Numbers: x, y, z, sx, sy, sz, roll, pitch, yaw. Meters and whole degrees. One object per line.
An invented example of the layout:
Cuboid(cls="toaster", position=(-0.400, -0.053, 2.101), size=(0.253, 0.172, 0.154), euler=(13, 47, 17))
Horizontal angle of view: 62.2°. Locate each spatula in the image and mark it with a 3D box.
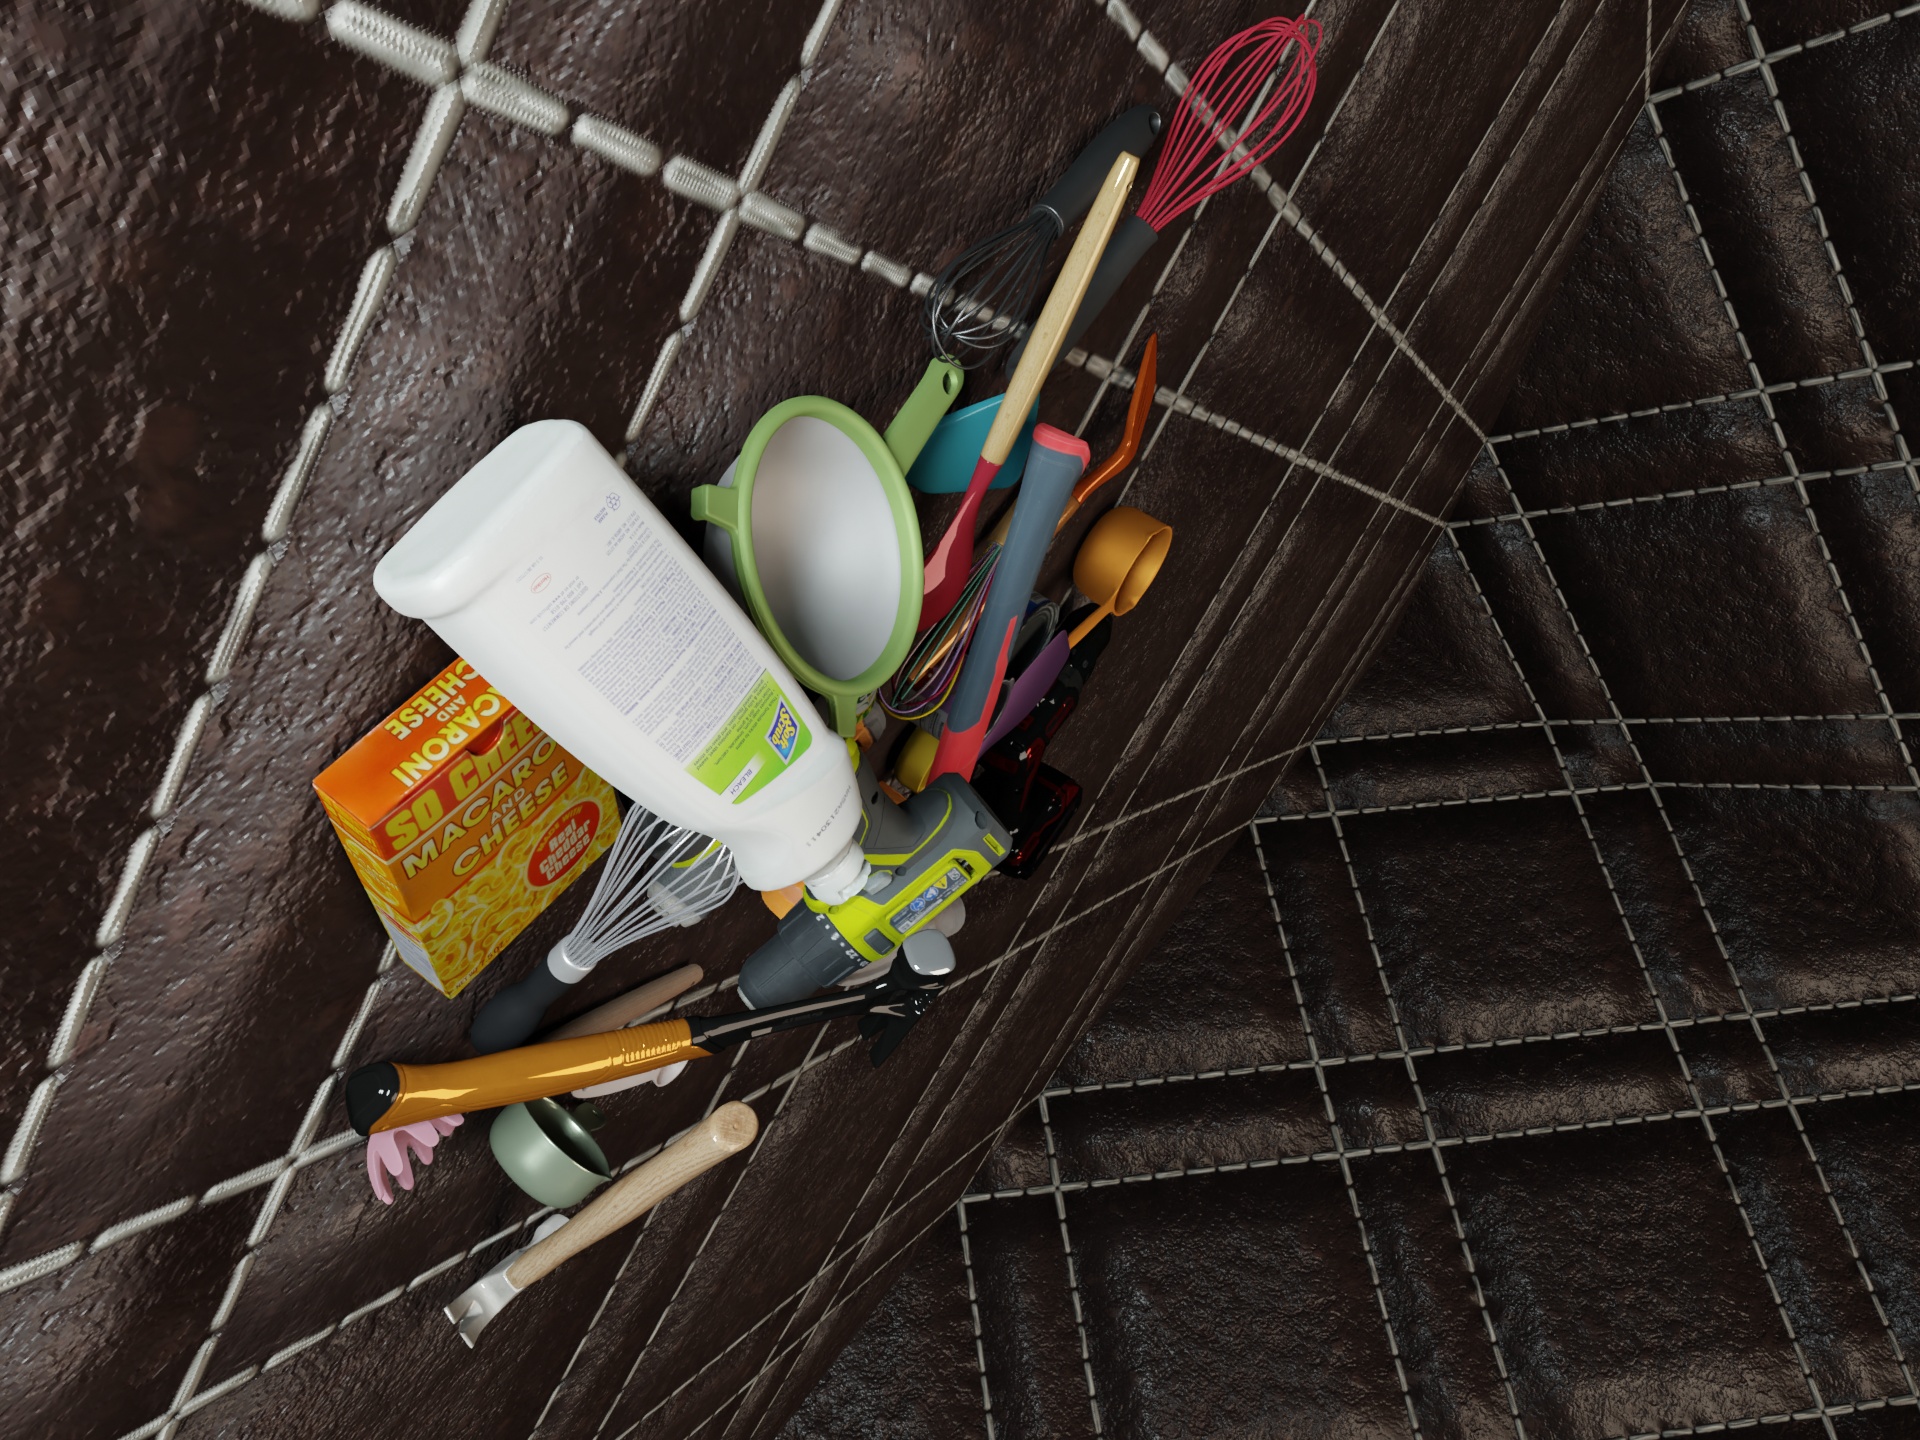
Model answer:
Cuboid(cls="spatula", position=(-0.013, 0.052, 1.237), size=(0.316, 0.018, 0.059), euler=(-48, 154, -16))
Cuboid(cls="spatula", position=(0.061, -0.152, 1.185), size=(0.322, 0.041, 0.081), euler=(-48, 162, -12))
Cuboid(cls="spatula", position=(-0.069, -0.098, 0.898), size=(0.317, 0.044, 0.082), euler=(-43, 160, -33))

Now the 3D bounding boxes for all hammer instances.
Cuboid(cls="hammer", position=(-0.231, 0.320, 1.022), size=(0.331, 0.031, 0.130), euler=(-40, 177, 38))
Cuboid(cls="hammer", position=(-0.169, 0.185, 0.897), size=(0.336, 0.034, 0.127), euler=(-6, 146, -31))
Cuboid(cls="hammer", position=(-0.002, -0.003, 1.025), size=(0.143, 0.038, 0.386), euler=(-18, 132, -53))

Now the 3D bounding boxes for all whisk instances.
Cuboid(cls="whisk", position=(-0.184, 0.109, 0.822), size=(0.284, 0.070, 0.070), euler=(-42, 174, 36))
Cuboid(cls="whisk", position=(0.127, -0.324, 0.996), size=(0.296, 0.073, 0.073), euler=(-51, 162, 0))
Cuboid(cls="whisk", position=(0.018, -0.102, 1.126), size=(0.245, 0.047, 0.051), euler=(-56, 162, -13))
Cuboid(cls="whisk", position=(0.051, -0.279, 0.895), size=(0.239, 0.055, 0.055), euler=(-52, 162, -28))

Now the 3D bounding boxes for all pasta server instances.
Cuboid(cls="pasta server", position=(-0.246, 0.206, 0.974), size=(0.060, 0.040, 0.316), euler=(-50, 167, 23))

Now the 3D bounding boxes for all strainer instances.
Cuboid(cls="strainer", position=(-0.068, -0.118, 0.842), size=(0.151, 0.069, 0.256), euler=(61, 38, -31))

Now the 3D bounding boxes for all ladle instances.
Cuboid(cls="ladle", position=(0.028, -0.173, 0.910), size=(0.069, 0.031, 0.315), euler=(-24, 145, -56))

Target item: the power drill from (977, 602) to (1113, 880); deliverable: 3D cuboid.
Cuboid(cls="power drill", position=(0.071, 0.017, 1.414), size=(0.188, 0.080, 0.226), euler=(-53, 161, -32))

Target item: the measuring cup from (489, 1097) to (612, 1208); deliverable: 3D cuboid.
Cuboid(cls="measuring cup", position=(-0.260, 0.274, 1.032), size=(0.038, 0.083, 0.167), euler=(-45, 177, -7))

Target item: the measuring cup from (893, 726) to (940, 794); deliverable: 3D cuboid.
Cuboid(cls="measuring cup", position=(-0.014, 0.009, 1.281), size=(0.062, 0.029, 0.156), euler=(-63, 173, 29))

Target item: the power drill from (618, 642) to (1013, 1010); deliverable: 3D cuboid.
Cuboid(cls="power drill", position=(-0.092, 0.072, 0.920), size=(0.190, 0.080, 0.228), euler=(-39, 138, 1))

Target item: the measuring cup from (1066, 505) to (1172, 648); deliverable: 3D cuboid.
Cuboid(cls="measuring cup", position=(0.108, -0.113, 1.331), size=(0.174, 0.052, 0.095), euler=(-44, 159, -29))

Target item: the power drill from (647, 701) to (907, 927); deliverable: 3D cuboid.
Cuboid(cls="power drill", position=(-0.110, 0.083, 1.054), size=(0.185, 0.084, 0.226), euler=(-50, 158, -14))

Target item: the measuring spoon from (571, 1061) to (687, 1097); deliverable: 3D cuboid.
Cuboid(cls="measuring spoon", position=(-0.235, 0.247, 1.121), size=(0.034, 0.018, 0.124), euler=(-60, 155, 12))
